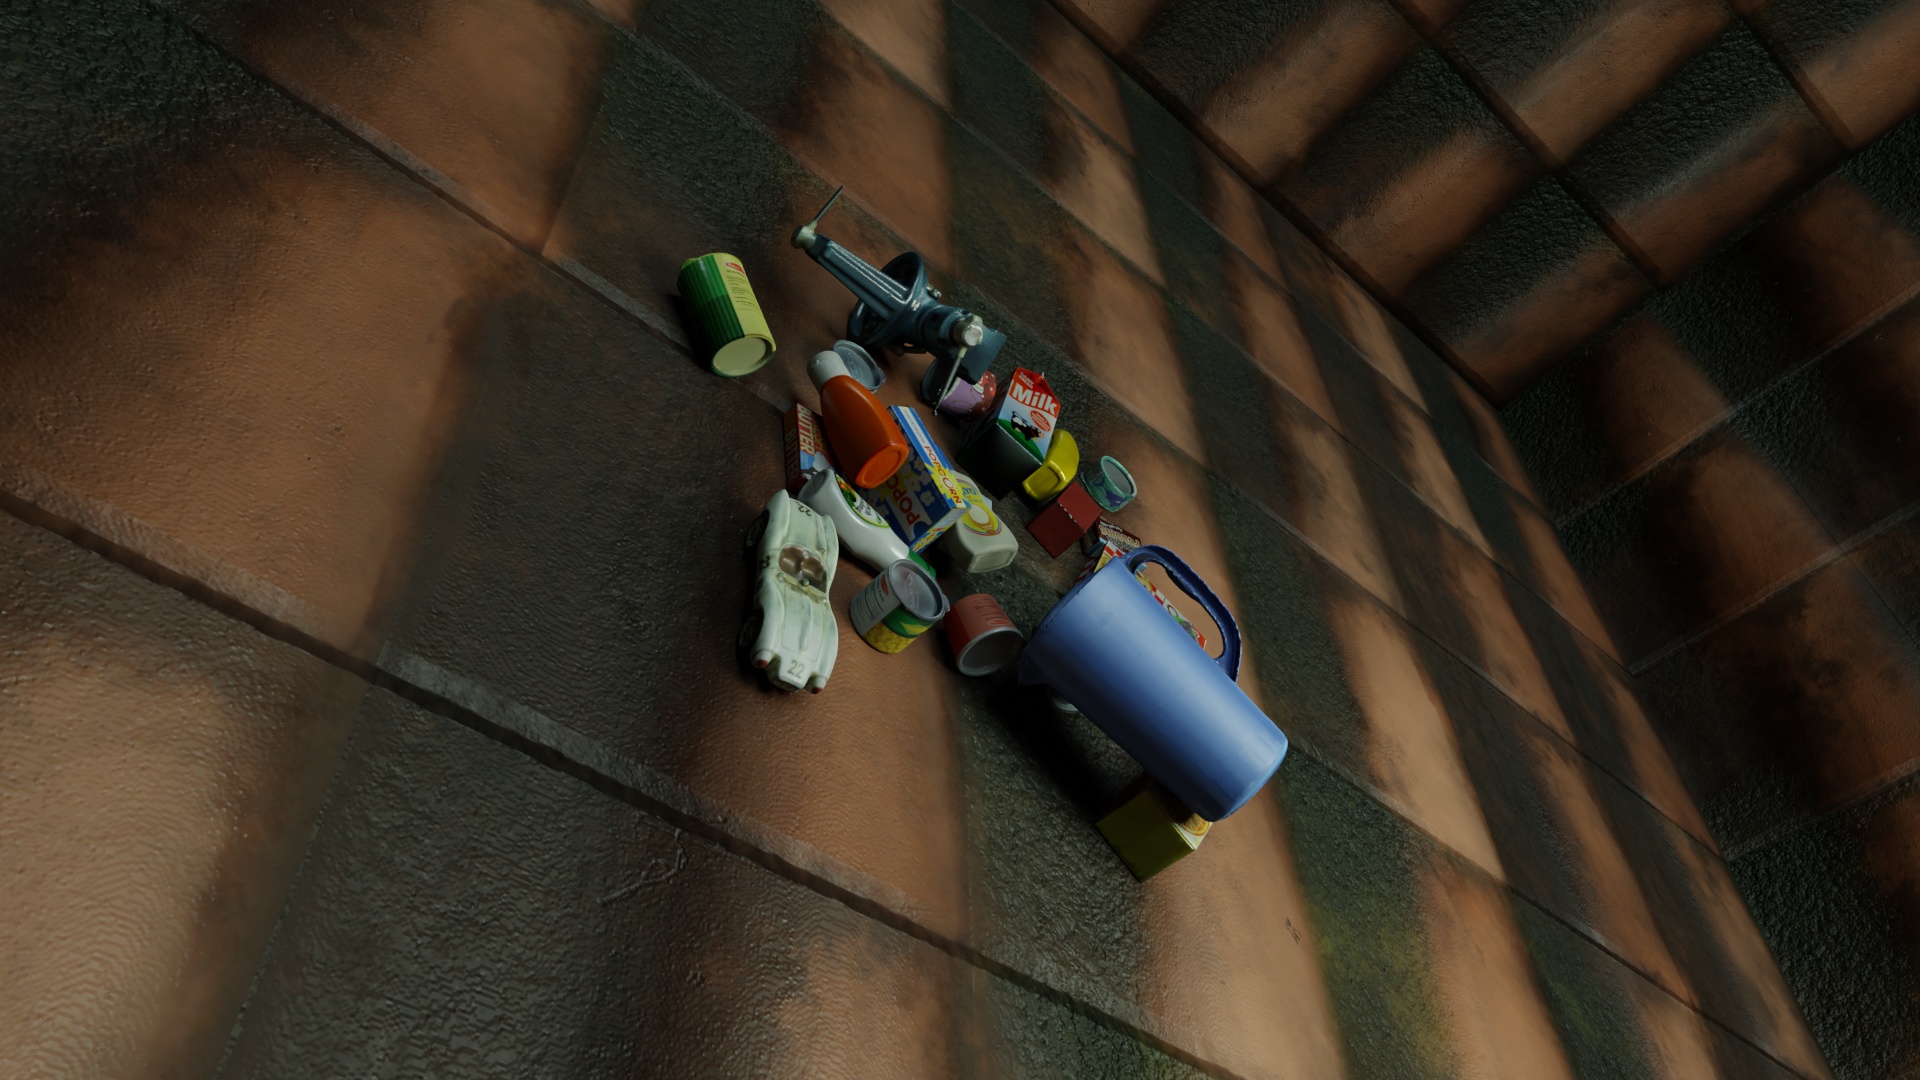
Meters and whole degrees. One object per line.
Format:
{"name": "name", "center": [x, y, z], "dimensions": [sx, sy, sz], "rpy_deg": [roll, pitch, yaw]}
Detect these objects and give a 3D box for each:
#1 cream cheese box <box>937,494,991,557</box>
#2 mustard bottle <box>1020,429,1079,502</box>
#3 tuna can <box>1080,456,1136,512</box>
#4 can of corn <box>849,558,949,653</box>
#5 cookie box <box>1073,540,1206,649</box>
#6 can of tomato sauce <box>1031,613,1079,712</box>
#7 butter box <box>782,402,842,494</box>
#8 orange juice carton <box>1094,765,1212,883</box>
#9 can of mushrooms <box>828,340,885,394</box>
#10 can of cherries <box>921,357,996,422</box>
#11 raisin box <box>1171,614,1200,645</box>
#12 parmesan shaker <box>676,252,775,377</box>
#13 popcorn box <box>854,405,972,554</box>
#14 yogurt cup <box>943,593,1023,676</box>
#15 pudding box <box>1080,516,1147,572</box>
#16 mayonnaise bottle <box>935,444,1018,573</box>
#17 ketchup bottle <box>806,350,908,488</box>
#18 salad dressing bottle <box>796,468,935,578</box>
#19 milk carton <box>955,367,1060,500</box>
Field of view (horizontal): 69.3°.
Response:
{"name": "cream cheese box", "center": [0.005, -0.018, 1.452], "dimensions": [0.053, 0.024, 0.104], "rpy_deg": [36, 32, -23]}
{"name": "mustard bottle", "center": [0.109, -0.098, 1.648], "dimensions": [0.049, 0.065, 0.161], "rpy_deg": [49, 23, -11]}
{"name": "tuna can", "center": [0.187, -0.073, 1.749], "dimensions": [0.071, 0.032, 0.071], "rpy_deg": [34, 33, -26]}
{"name": "can of corn", "center": [-0.055, 0.060, 1.247], "dimensions": [0.071, 0.058, 0.071], "rpy_deg": [34, 33, -25]}
{"name": "cookie box", "center": [0.200, 0.094, 1.568], "dimensions": [0.167, 0.040, 0.123], "rpy_deg": [45, 30, -5]}
{"name": "can of tomato sauce", "center": [0.109, 0.120, 1.392], "dimensions": [0.071, 0.071, 0.083], "rpy_deg": [25, 37, -36]}
{"name": "butter box", "center": [-0.141, -0.081, 1.330], "dimensions": [0.053, 0.024, 0.104], "rpy_deg": [27, 37, -35]}
{"name": "orange juice carton", "center": [0.211, 0.250, 1.369], "dimensions": [0.073, 0.071, 0.193], "rpy_deg": [51, 30, 4]}
{"name": "can of mushrooms", "center": [-0.115, -0.174, 1.462], "dimensions": [0.071, 0.033, 0.071], "rpy_deg": [34, 33, -25]}
{"name": "can of cherries", "center": [0.000, -0.176, 1.580], "dimensions": [0.058, 0.071, 0.072], "rpy_deg": [27, 36, -35]}
{"name": "raisin box", "center": [0.199, 0.111, 1.428], "dimensions": [0.123, 0.040, 0.086], "rpy_deg": [23, 39, -36]}
{"name": "parmesan shaker", "center": [-0.226, -0.215, 1.328], "dimensions": [0.071, 0.071, 0.103], "rpy_deg": [9, 49, -49]}
{"name": "popcorn box", "center": [-0.056, -0.058, 1.355], "dimensions": [0.038, 0.085, 0.127], "rpy_deg": [-2, 56, -55]}
{"name": "yogurt cup", "center": [0.018, 0.087, 1.311], "dimensions": [0.072, 0.072, 0.054], "rpy_deg": [15, 36, -45]}
{"name": "pudding box", "center": [0.180, 0.007, 1.651], "dimensions": [0.083, 0.030, 0.050], "rpy_deg": [28, 37, -32]}
{"name": "mayonnaise bottle", "center": [-0.003, -0.034, 1.397], "dimensions": [0.065, 0.041, 0.148], "rpy_deg": [-10, 53, -34]}
{"name": "ketchup bottle", "center": [-0.105, -0.122, 1.339], "dimensions": [0.043, 0.064, 0.149], "rpy_deg": [21, 32, -51]}
{"name": "salad dressing bottle", "center": [-0.085, -0.004, 1.284], "dimensions": [0.147, 0.044, 0.064], "rpy_deg": [43, 10, -25]}
{"name": "milk carton", "center": [0.060, -0.135, 1.612], "dimensions": [0.073, 0.072, 0.191], "rpy_deg": [41, 30, -13]}
